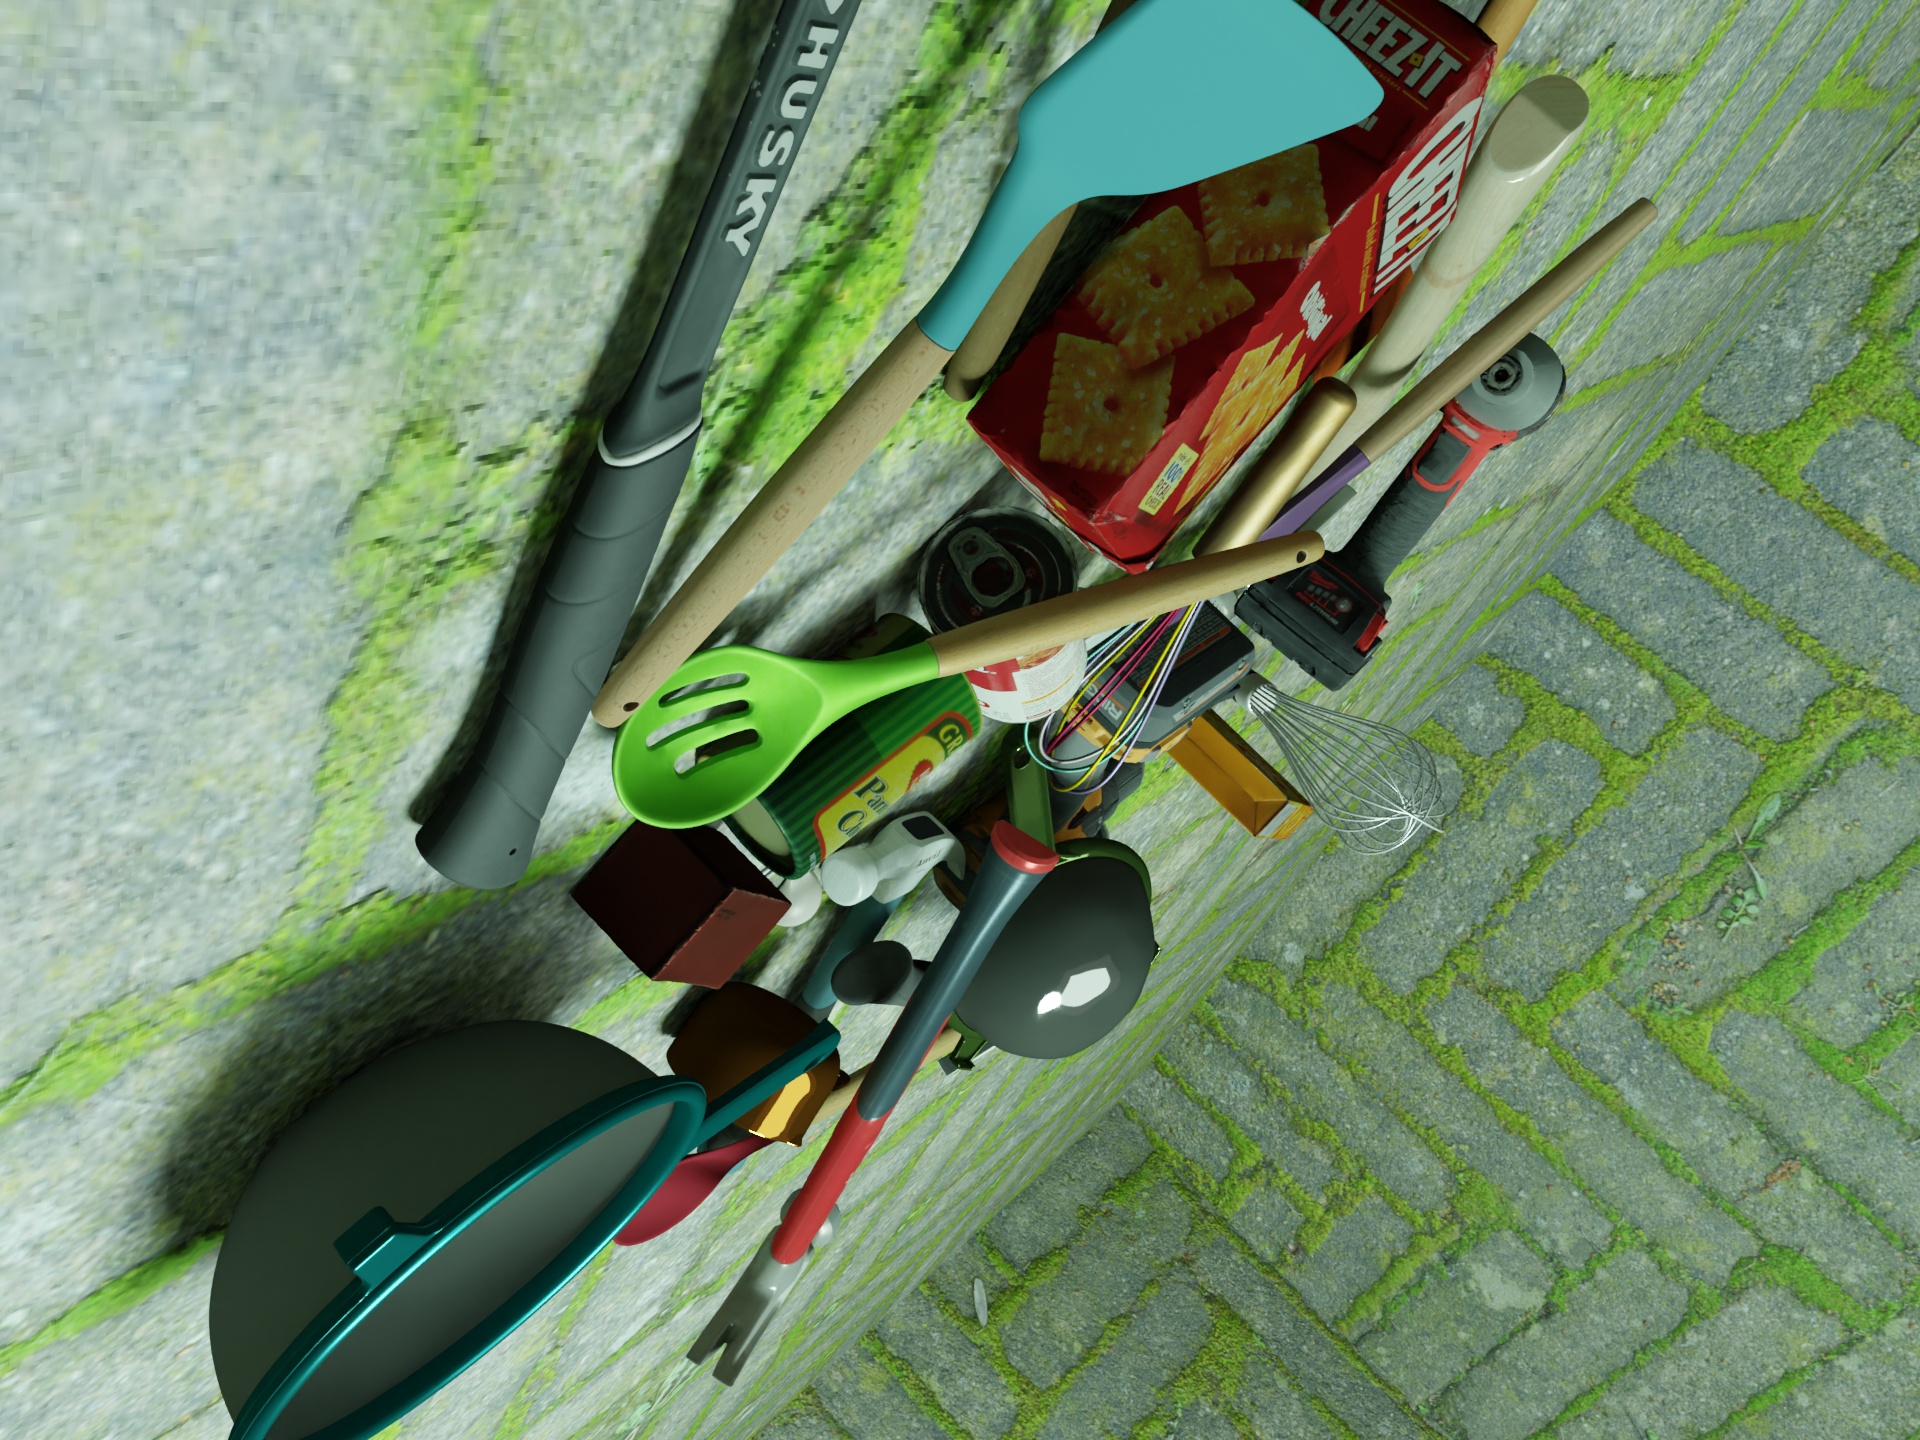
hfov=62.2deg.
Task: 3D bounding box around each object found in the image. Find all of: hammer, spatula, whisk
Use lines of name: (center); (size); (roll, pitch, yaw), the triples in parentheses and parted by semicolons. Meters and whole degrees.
hammer: (-0.005, 0.179, 1.037); (0.146, 0.035, 0.334); (-35, 159, 10)
hammer: (0.228, -0.187, 0.854); (0.146, 0.038, 0.410); (-42, 169, -21)
spatula: (-0.021, -0.090, 0.473); (0.082, 0.044, 0.317); (11, 134, -46)
whisk: (0.191, -0.003, 0.943); (0.070, 0.285, 0.070); (-9, 116, -18)
hammer: (-0.049, 0.211, 0.876); (0.386, 0.038, 0.143); (-62, 172, 31)
whisk: (0.103, -0.059, 0.748); (0.245, 0.051, 0.047); (-56, 179, 29)
hammer: (-0.093, 0.178, 0.981); (0.128, 0.033, 0.331); (-23, 150, -51)
spatula: (0.213, -0.248, 0.711); (0.081, 0.041, 0.322); (-44, 174, -9)
spatula: (0.226, -0.154, 0.817); (0.316, 0.018, 0.059); (-41, 172, 9)
hammer: (-0.074, -0.097, 0.430); (0.149, 0.036, 0.408); (-26, 153, -52)

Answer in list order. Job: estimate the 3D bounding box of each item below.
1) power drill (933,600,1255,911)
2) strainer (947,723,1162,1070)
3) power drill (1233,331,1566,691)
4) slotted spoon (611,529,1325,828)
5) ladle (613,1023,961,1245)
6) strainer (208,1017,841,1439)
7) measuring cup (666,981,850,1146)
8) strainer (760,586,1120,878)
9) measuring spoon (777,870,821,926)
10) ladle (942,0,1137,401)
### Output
power drill: (0.089, 0.013, 0.978); (0.185, 0.084, 0.226); (-31, 161, -43)
strainer: (0.058, 0.109, 0.886); (0.151, 0.069, 0.256); (-27, 137, -17)
power drill: (0.259, -0.127, 0.911); (0.219, 0.078, 0.143); (-53, 169, 18)
slotted spoon: (0.012, -0.029, 0.627); (0.313, 0.031, 0.070); (-18, 123, -19)
ladle: (-0.082, 0.238, 0.994); (0.315, 0.031, 0.069); (-29, 146, 2)
strainer: (-0.176, 0.172, 0.675); (0.211, 0.095, 0.340); (-54, 164, 29)
measuring cup: (-0.092, 0.186, 0.894); (0.052, 0.095, 0.173); (-58, 156, 5)
strainer: (-0.001, -0.003, 0.784); (0.258, 0.050, 0.087); (-39, 175, -17)
measuring spoon: (-0.073, 0.069, 0.813); (0.034, 0.018, 0.124); (-32, 156, -39)
ladle: (0.054, -0.179, 0.443); (0.078, 0.062, 0.320); (-54, 179, -30)
